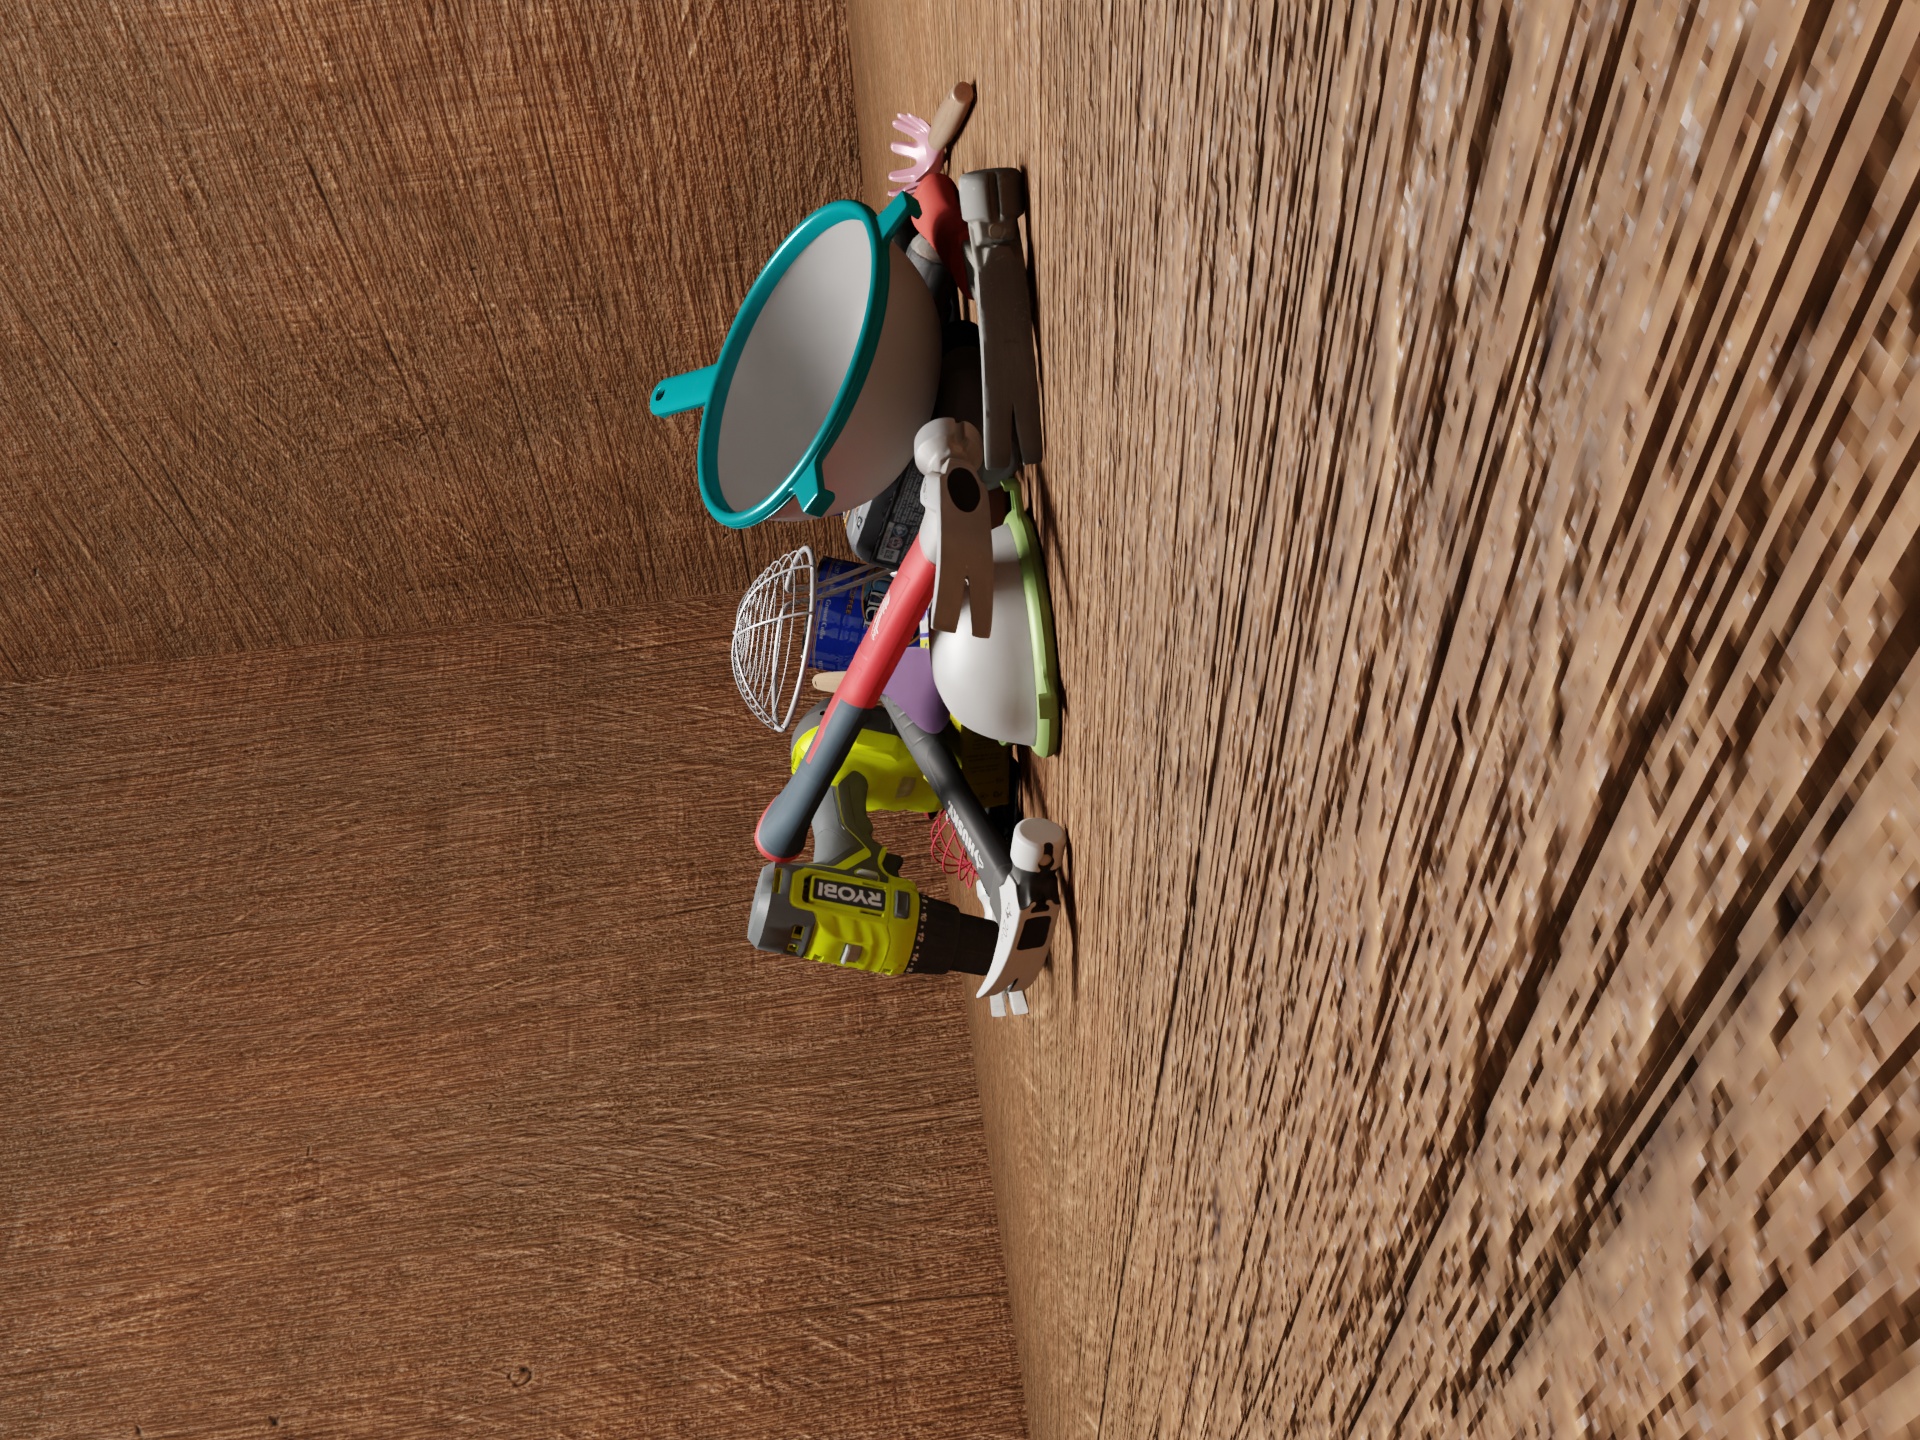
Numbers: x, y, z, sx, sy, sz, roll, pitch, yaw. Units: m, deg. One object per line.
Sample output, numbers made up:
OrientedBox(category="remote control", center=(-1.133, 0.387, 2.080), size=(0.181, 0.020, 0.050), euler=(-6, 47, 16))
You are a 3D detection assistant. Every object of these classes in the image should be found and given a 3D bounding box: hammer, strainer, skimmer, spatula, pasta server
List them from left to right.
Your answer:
OrientedBox(category="strainer", center=(-0.107, -0.212, 1.047), size=(0.340, 0.095, 0.211), euler=(9, 82, 59))
OrientedBox(category="hammer", center=(-0.063, -0.004, 0.983), size=(0.386, 0.038, 0.143), euler=(122, 152, -49))
OrientedBox(category="spatula", center=(-0.063, -0.024, 1.154), size=(0.316, 0.018, 0.059), euler=(-173, 67, -70))
OrientedBox(category="skimmer", center=(-0.055, -0.094, 1.185), size=(0.363, 0.090, 0.127), euler=(-31, -38, -56))
OrientedBox(category="pasta server", center=(-0.021, -0.404, 1.093), size=(0.316, 0.040, 0.060), euler=(-115, 29, -77))
OrientedBox(category="hammer", center=(-0.010, 0.045, 1.105), size=(0.335, 0.035, 0.146), euler=(-121, 32, -50))
OrientedBox(category="hammer", center=(0.004, -0.270, 0.955), size=(0.359, 0.036, 0.149), euler=(-105, 8, -65))
OrientedBox(category="strainer", center=(0.014, -0.031, 1.006), size=(0.256, 0.069, 0.152), euler=(95, 167, -70))
OrientedBox(category="hammer", center=(0.042, 0.191, 1.358), size=(0.331, 0.033, 0.128), euler=(103, 160, -81))

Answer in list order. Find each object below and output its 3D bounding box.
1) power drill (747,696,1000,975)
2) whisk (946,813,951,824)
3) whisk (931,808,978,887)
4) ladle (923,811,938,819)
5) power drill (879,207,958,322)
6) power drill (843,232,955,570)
OrientedBox(category="power drill", center=(-0.055, 0.096, 1.217), size=(0.229, 0.190, 0.080), euler=(-89, 15, -47))
OrientedBox(category="whisk", center=(0.011, 0.017, 1.433), size=(0.058, 0.059, 0.246), euler=(36, 148, 24))
OrientedBox(category="whisk", center=(0.016, 0.062, 1.364), size=(0.295, 0.073, 0.073), euler=(99, 164, -58))
OrientedBox(category="ladle", center=(-0.002, -0.004, 1.315), size=(0.315, 0.031, 0.069), euler=(112, 174, -59))
OrientedBox(category="power drill", center=(-0.045, -0.347, 1.356), size=(0.227, 0.080, 0.188), euler=(-97, 1, -76))
OrientedBox(category="power drill", center=(-0.032, -0.232, 1.139), size=(0.226, 0.084, 0.185), euler=(-102, 28, -52))
